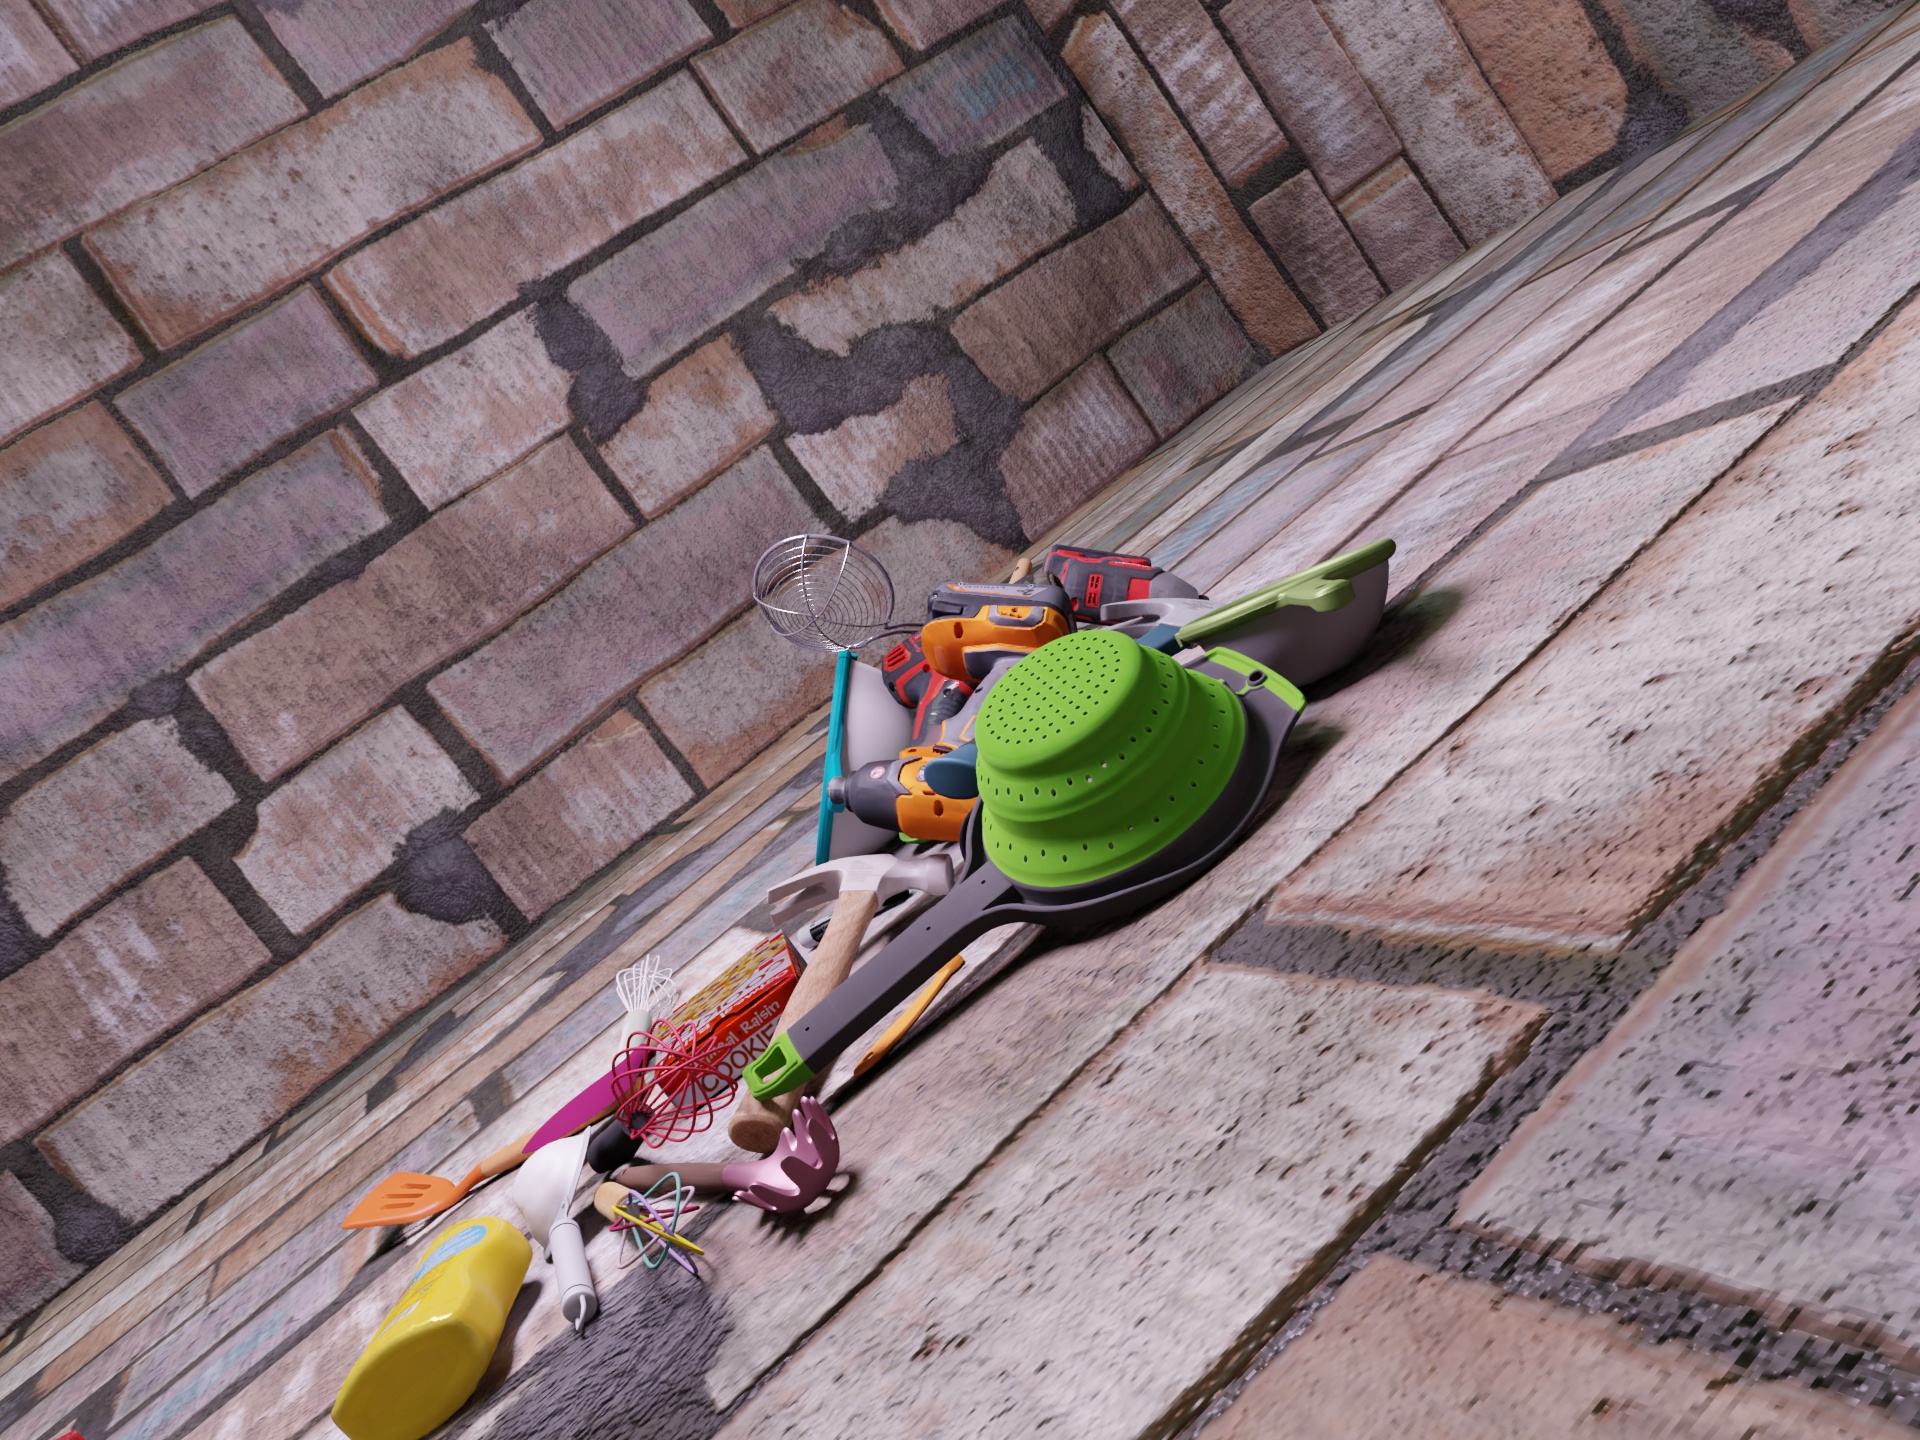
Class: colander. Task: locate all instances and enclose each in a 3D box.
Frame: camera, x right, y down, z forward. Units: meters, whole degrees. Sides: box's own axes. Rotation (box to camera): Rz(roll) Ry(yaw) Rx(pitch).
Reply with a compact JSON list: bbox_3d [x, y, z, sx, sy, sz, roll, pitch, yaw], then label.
[{"bbox_3d":[0.013,0.066,0.926,0.397,0.094,0.205,-39,30,-6],"label":"colander"}]

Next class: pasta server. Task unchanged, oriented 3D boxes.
[{"bbox_3d":[-0.145,0.256,0.909,0.060,0.040,0.316,-53,15,-31],"label":"pasta server"}]

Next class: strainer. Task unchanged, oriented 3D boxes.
[{"bbox_3d":[0.222,-0.057,0.995,0.151,0.069,0.256,-24,3,5],"label":"strainer"},{"bbox_3d":[-0.077,0.048,1.456,0.095,0.211,0.340,6,6,-5],"label":"strainer"},{"bbox_3d":[-0.243,0.309,0.968,0.087,0.050,0.258,-71,19,-2],"label":"strainer"}]

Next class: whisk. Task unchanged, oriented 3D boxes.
[{"bbox_3d":[-0.290,0.268,1.430,0.246,0.059,0.058,-122,47,-78],"label":"whisk"},{"bbox_3d":[-0.199,0.246,0.996,0.073,0.073,0.295,-41,-5,-33],"label":"whisk"},{"bbox_3d":[-0.186,0.278,0.904,0.047,0.051,0.245,2,-12,-20],"label":"whisk"}]

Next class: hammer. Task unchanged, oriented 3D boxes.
[{"bbox_3d":[-0.094,0.175,1.064,0.130,0.031,0.331,-3,22,11],"label":"hammer"},{"bbox_3d":[0.094,-0.022,1.143,0.128,0.033,0.331,15,31,36],"label":"hammer"}]

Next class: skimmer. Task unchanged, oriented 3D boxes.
[{"bbox_3d":[-0.034,-0.113,1.523,0.363,0.090,0.127,-1,-34,-47],"label":"skimmer"}]

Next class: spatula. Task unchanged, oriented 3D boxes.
[{"bbox_3d":[-0.382,0.356,1.319,0.322,0.041,0.081,-31,8,24],"label":"spatula"}]

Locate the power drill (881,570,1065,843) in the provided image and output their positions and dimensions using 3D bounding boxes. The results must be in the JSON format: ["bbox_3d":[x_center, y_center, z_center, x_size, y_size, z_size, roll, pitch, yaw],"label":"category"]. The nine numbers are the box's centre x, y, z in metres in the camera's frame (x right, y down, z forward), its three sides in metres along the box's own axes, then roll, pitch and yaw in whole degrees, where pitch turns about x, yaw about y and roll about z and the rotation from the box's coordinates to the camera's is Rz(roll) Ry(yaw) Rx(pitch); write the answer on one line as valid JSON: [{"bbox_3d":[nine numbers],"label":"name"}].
[{"bbox_3d":[0.015,-0.023,1.376,0.188,0.080,0.227,-31,35,23],"label":"power drill"}]

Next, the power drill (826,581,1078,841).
[{"bbox_3d":[-0.002,-0.004,1.226,0.164,0.084,0.227,3,49,17],"label":"power drill"}]

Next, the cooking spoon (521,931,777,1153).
[{"bbox_3d":[-0.240,0.256,1.299,0.069,0.017,0.319,-25,8,37],"label":"cooking spoon"}]

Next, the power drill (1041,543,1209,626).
[{"bbox_3d":[0.156,-0.127,1.574,0.143,0.078,0.220,7,6,-6],"label":"power drill"}]

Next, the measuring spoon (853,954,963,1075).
[{"bbox_3d":[-0.033,0.178,0.979,0.021,0.011,0.117,-28,11,44],"label":"measuring spoon"}]

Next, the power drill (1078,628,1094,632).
[{"bbox_3d":[0.032,-0.009,1.575,0.171,0.080,0.223,-40,12,-30],"label":"power drill"}]

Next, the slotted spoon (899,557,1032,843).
[{"bbox_3d":[0.015,-0.020,1.457,0.070,0.031,0.314,-12,50,49],"label":"slotted spoon"}]
